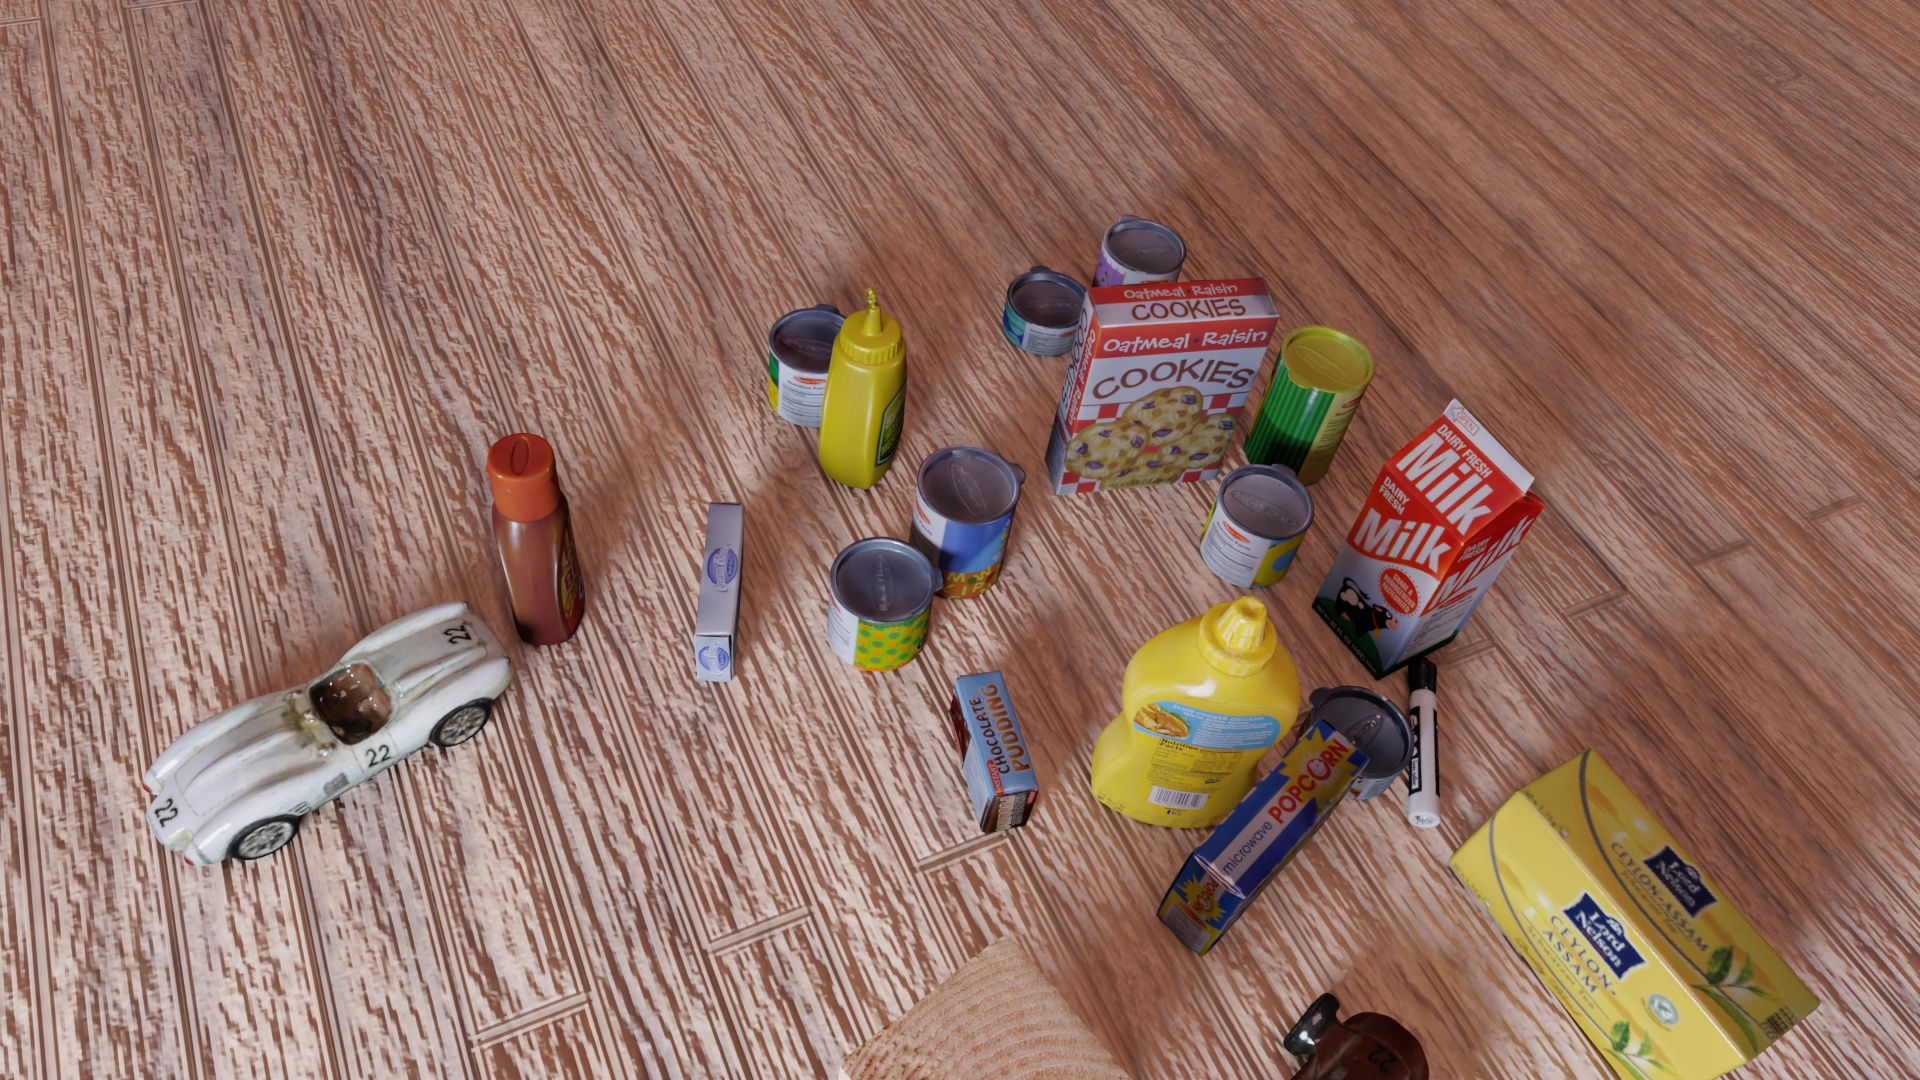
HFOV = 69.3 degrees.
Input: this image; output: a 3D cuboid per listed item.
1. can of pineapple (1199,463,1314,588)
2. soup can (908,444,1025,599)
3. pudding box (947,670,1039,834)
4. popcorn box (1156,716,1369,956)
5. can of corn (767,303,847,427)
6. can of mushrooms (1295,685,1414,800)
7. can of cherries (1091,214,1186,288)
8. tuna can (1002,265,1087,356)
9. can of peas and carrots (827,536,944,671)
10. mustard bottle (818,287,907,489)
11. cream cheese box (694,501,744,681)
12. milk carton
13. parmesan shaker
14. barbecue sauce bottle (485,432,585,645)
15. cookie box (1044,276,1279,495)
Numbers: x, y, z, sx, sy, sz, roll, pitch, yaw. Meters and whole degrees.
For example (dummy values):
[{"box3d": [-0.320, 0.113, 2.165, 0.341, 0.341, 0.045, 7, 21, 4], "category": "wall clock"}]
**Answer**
[{"box3d": [0.204, -0.010, 0.956, 0.071, 0.057, 0.071, 4, 52, -5], "category": "can of pineapple"}, {"box3d": [0.003, -0.011, 0.911, 0.071, 0.083, 0.072, 4, 52, -5], "category": "soup can"}, {"box3d": [0.018, 0.125, 0.827, 0.030, 0.049, 0.084, -8, 54, -14], "category": "pudding box"}, {"box3d": [0.172, 0.169, 0.792, 0.038, 0.084, 0.127, 40, 57, 21], "category": "popcorn box"}, {"box3d": [-0.105, -0.126, 1.002, 0.071, 0.058, 0.071, 4, 52, -5], "category": "can of corn"}, {"box3d": [0.245, 0.125, 0.870, 0.071, 0.033, 0.071, 4, 52, -5], "category": "can of mushrooms"}, {"box3d": [0.141, -0.215, 1.108, 0.071, 0.058, 0.072, 4, 52, -5], "category": "can of cherries"}, {"box3d": [0.066, -0.179, 1.085, 0.071, 0.032, 0.071, 4, 52, -5], "category": "tuna can"}, {"box3d": [-0.048, 0.040, 0.878, 0.071, 0.058, 0.071, 4, 52, -5], "category": "can of peas and carrots"}, {"box3d": [-0.063, -0.104, 0.926, 0.049, 0.159, 0.066, 21, 52, 9], "category": "mustard bottle"}, {"box3d": [-0.151, 0.032, 0.874, 0.024, 0.053, 0.104, 3, 52, -6], "category": "cream cheese box"}, {"box3d": [0.298, -0.001, 0.878, 0.074, 0.189, 0.072, -22, 58, -23], "category": "milk carton"}, {"box3d": [0.247, -0.094, 1.000, 0.071, 0.102, 0.072, 4, 52, -5], "category": "parmesan shaker"}, {"box3d": [-0.252, -0.002, 0.825, 0.044, 0.147, 0.065, 0, 52, -8], "category": "barbecue sauce bottle"}, {"box3d": [0.133, -0.104, 0.950, 0.123, 0.166, 0.040, -6, 53, -13], "category": "cookie box"}]
